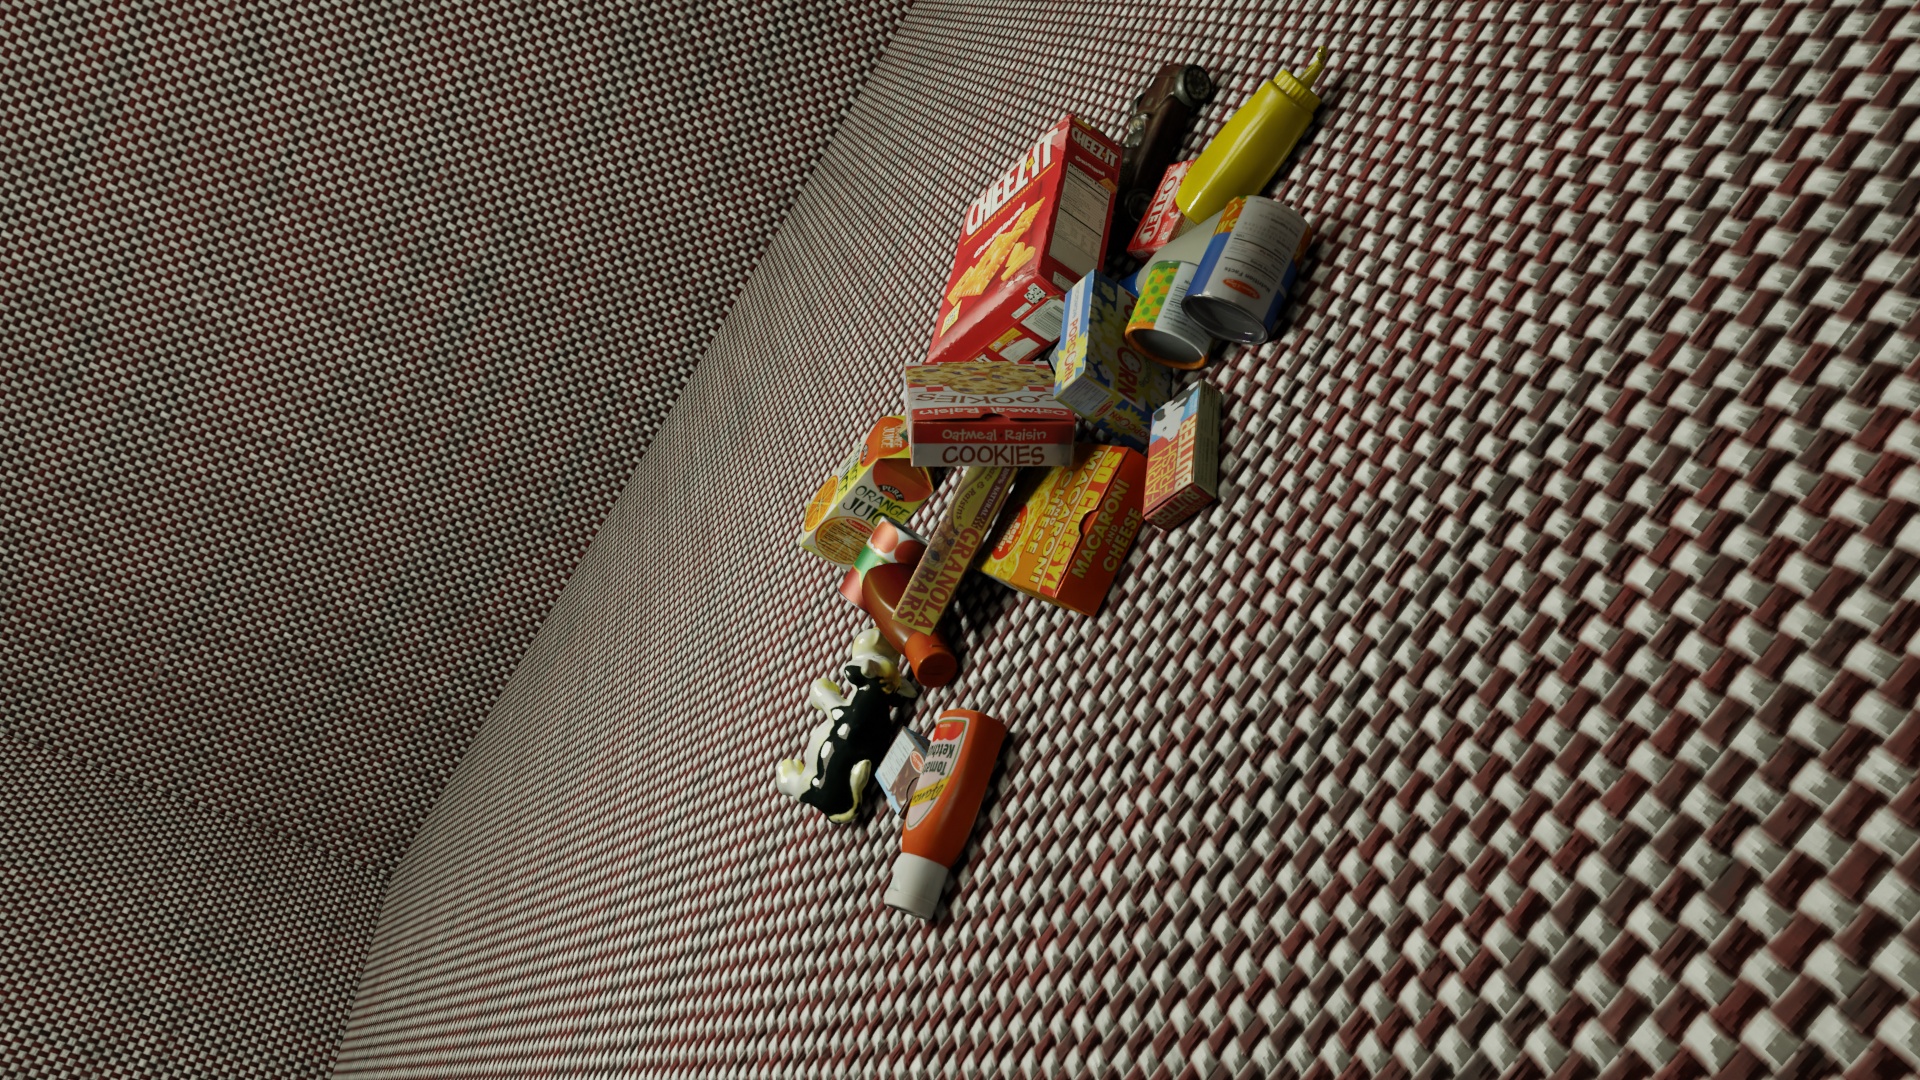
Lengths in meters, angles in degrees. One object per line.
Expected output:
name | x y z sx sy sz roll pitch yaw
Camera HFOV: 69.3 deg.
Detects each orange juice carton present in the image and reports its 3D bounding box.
orange juice carton | -0.085 -0.057 1.452 0.191 0.073 0.072 -46 26 33

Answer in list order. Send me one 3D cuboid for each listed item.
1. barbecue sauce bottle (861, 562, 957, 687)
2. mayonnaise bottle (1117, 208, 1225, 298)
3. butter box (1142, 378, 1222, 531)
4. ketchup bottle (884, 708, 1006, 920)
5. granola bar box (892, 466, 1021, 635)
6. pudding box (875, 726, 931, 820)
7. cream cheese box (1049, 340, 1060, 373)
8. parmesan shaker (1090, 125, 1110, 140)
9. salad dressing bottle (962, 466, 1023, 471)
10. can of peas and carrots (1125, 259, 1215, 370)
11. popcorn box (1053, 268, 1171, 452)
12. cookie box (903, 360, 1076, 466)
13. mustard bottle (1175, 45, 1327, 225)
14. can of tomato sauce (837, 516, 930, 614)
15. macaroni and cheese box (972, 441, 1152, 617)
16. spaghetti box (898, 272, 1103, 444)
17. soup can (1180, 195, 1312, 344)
barbecue sauce bottle | -0.040 0.072 1.210 0.149 0.065 0.043 -121 38 -57
mayonnaise bottle | 0.176 -0.213 1.105 0.147 0.041 0.065 -20 41 61
butter box | 0.157 -0.061 0.977 0.053 0.024 0.104 -38 31 44
ketchup bottle | -0.013 0.198 1.010 0.064 0.043 0.149 -18 47 58
granola bar box | 0.004 -0.015 1.168 0.165 0.039 0.124 -63 1 19
pudding box | -0.036 0.187 1.094 0.049 0.030 0.084 -59 21 3
cream cheese box | 0.107 -0.127 1.132 0.024 0.053 0.104 -55 22 21
parmesan shaker | 0.105 -0.373 1.424 0.103 0.071 0.071 -20 45 59
salad dressing bottle | 0.020 -0.089 1.295 0.064 0.044 0.148 -59 19 0
can of peas and carrots | 0.163 -0.168 1.042 0.071 0.071 0.059 -6 58 65
popcorn box | 0.120 -0.141 1.076 0.038 0.085 0.127 -39 30 41
cookie box | 0.019 -0.104 1.103 0.168 0.123 0.040 -100 10 -67
mustard bottle | 0.235 -0.315 1.086 0.159 0.049 0.065 -50 22 25
can of tomato sauce | -0.066 0.029 1.311 0.083 0.071 0.071 -59 21 4
macaroni and cheese box | 0.079 -0.014 1.071 0.124 0.040 0.166 -63 20 -4
spaghetti box | 0.039 -0.170 1.308 0.249 0.028 0.050 -35 21 30
soup can | 0.202 -0.190 0.982 0.084 0.071 0.071 -64 21 -10
